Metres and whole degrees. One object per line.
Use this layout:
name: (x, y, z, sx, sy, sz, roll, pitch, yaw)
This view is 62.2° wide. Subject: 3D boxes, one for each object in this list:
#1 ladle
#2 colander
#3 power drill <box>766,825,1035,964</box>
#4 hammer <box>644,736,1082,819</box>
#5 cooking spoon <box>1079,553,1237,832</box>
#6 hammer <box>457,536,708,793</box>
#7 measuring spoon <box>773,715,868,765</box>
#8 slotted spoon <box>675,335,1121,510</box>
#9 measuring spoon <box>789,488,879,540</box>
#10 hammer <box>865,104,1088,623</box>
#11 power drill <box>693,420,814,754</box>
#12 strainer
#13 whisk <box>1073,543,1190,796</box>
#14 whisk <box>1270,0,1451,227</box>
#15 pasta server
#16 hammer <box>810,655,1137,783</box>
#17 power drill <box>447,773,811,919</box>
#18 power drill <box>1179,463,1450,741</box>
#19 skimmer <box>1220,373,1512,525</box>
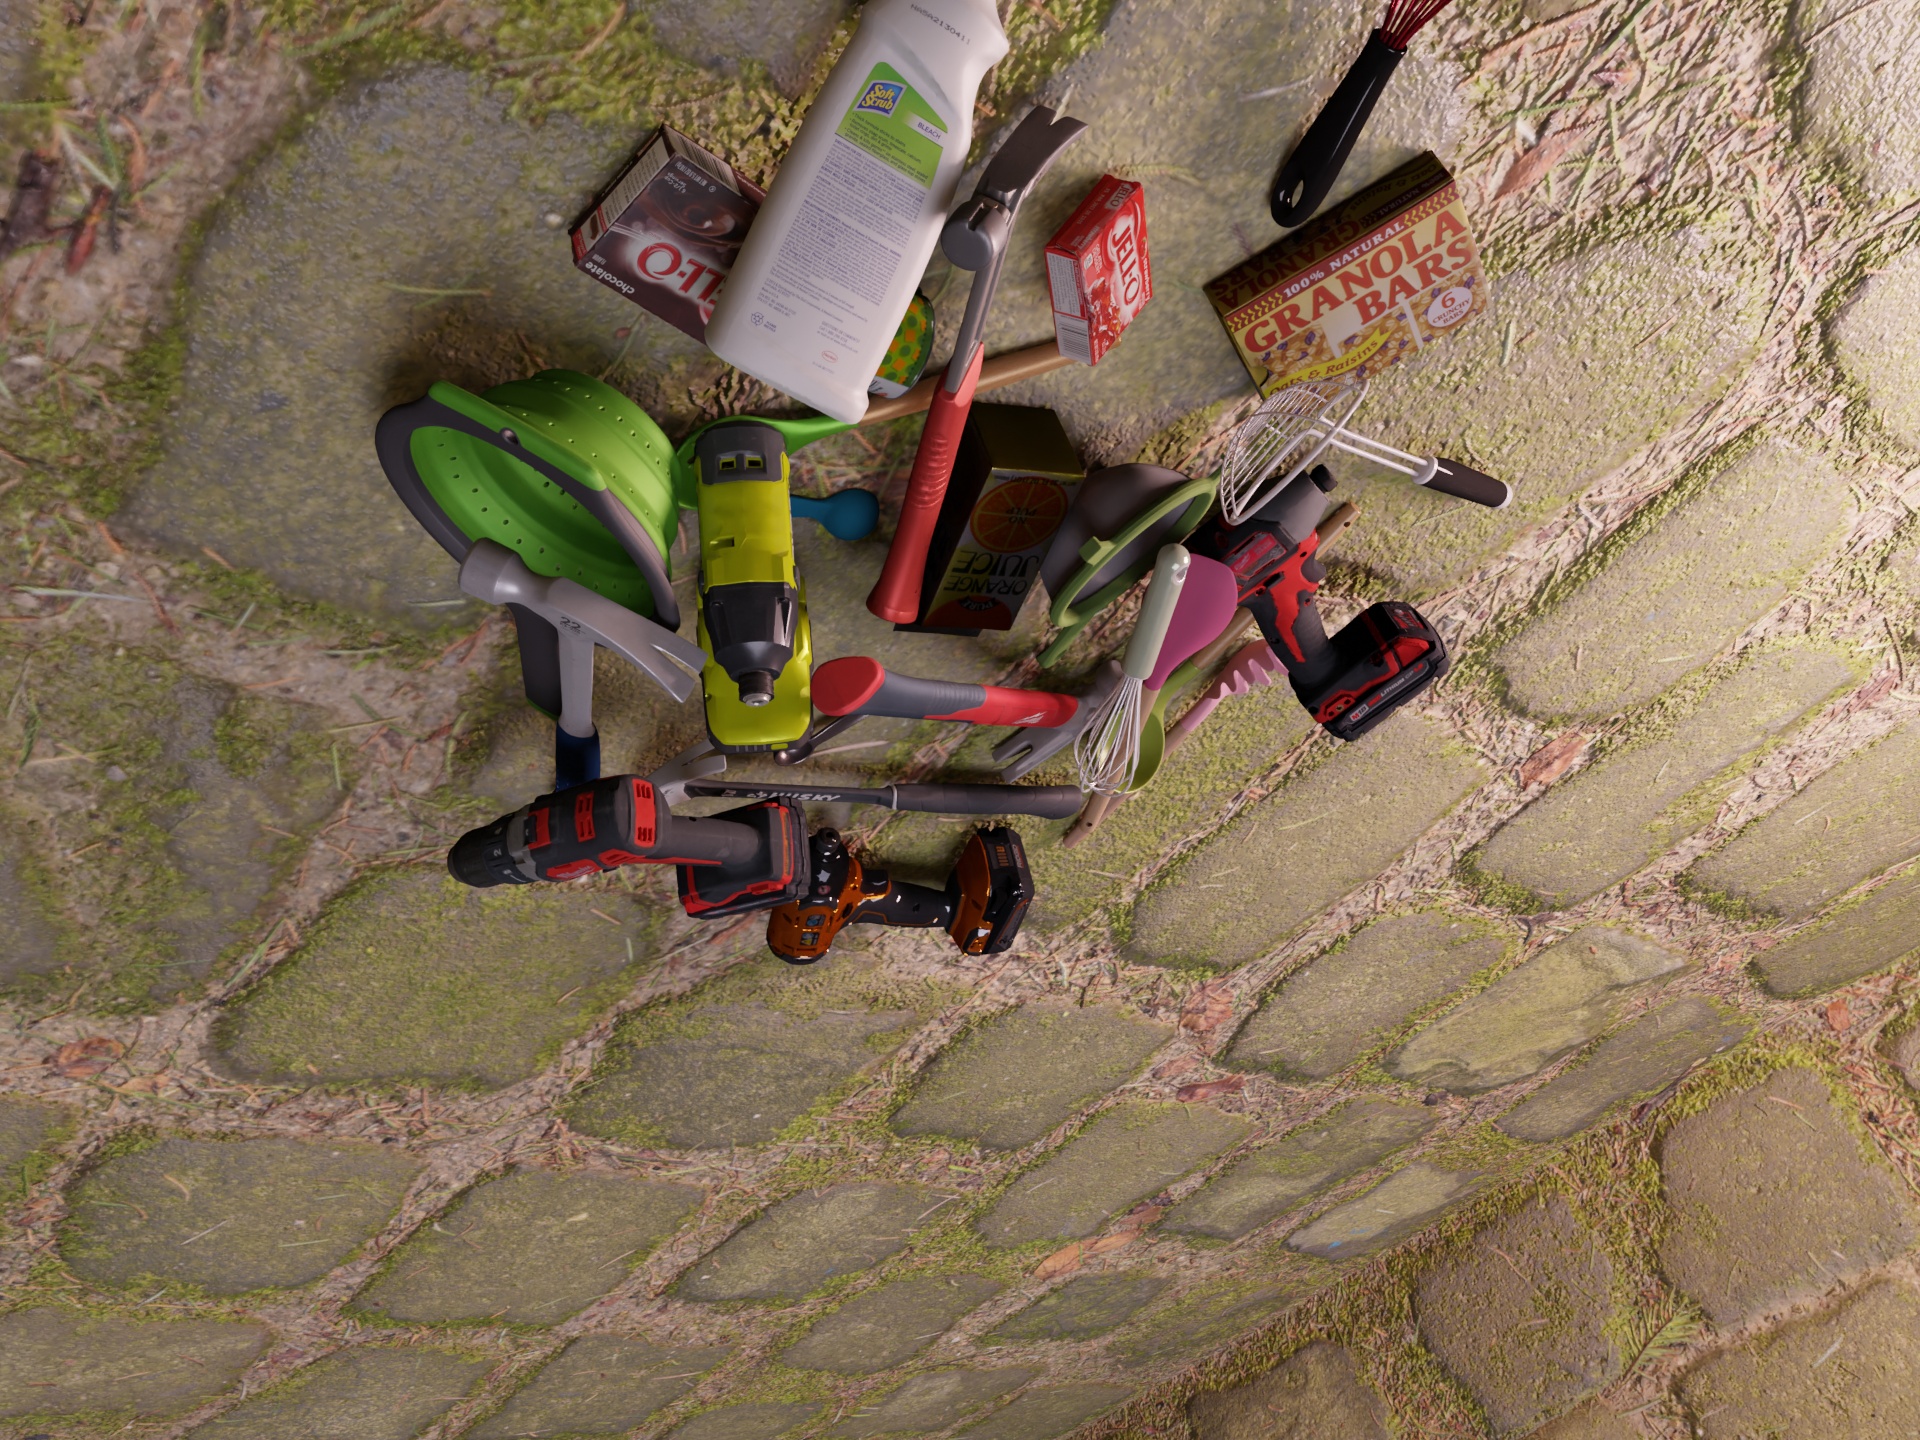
ladle: (0.218, -0.056, 1.317, 0.078, 0.062, 0.320, 20, 126, -36)
colander: (-0.249, -0.108, 1.019, 0.204, 0.094, 0.397, 30, 154, 2)
power drill: (-0.054, 0.151, 1.441, 0.226, 0.084, 0.164, 0, 139, -17)
hammer: (-0.070, 0.060, 1.336, 0.408, 0.036, 0.149, 4, 155, -32)
cooking spoon: (0.146, -0.011, 1.273, 0.069, 0.017, 0.318, 19, 136, 1)
hammer: (-0.255, 0.003, 1.076, 0.144, 0.035, 0.405, 26, 157, -3)
measuring spoon: (-0.099, -0.002, 1.285, 0.124, 0.018, 0.034, -31, 152, 5)
slotted spoon: (-0.044, -0.205, 1.039, 0.313, 0.031, 0.070, -18, 144, -4)
measuring spoon: (-0.114, -0.140, 1.091, 0.128, 0.021, 0.042, 1, 139, -27)
hammer: (-0.005, -0.195, 0.990, 0.037, 0.149, 0.358, 25, 140, 5)
power drill: (-0.134, -0.064, 1.021, 0.080, 0.171, 0.223, -4, 162, -7)
strainer: (0.091, -0.118, 1.185, 0.151, 0.069, 0.256, -34, 170, -28)
whisk: (0.132, -0.034, 1.217, 0.058, 0.059, 0.246, -28, 146, -39)
whisk: (0.253, -0.400, 0.897, 0.073, 0.073, 0.295, 1, 144, -25)
pasta server: (0.190, 0.027, 1.423, 0.060, 0.040, 0.316, -11, 150, -48)
hammer: (-0.002, -0.004, 1.191, 0.143, 0.038, 0.386, -37, 161, 23)
power drill: (-0.240, 0.096, 1.166, 0.188, 0.080, 0.226, -16, 162, 31)
power drill: (0.276, -0.096, 1.239, 0.143, 0.079, 0.219, -40, 119, 18)
skimmer: (0.315, -0.170, 1.142, 0.363, 0.090, 0.127, 6, 139, -44)
